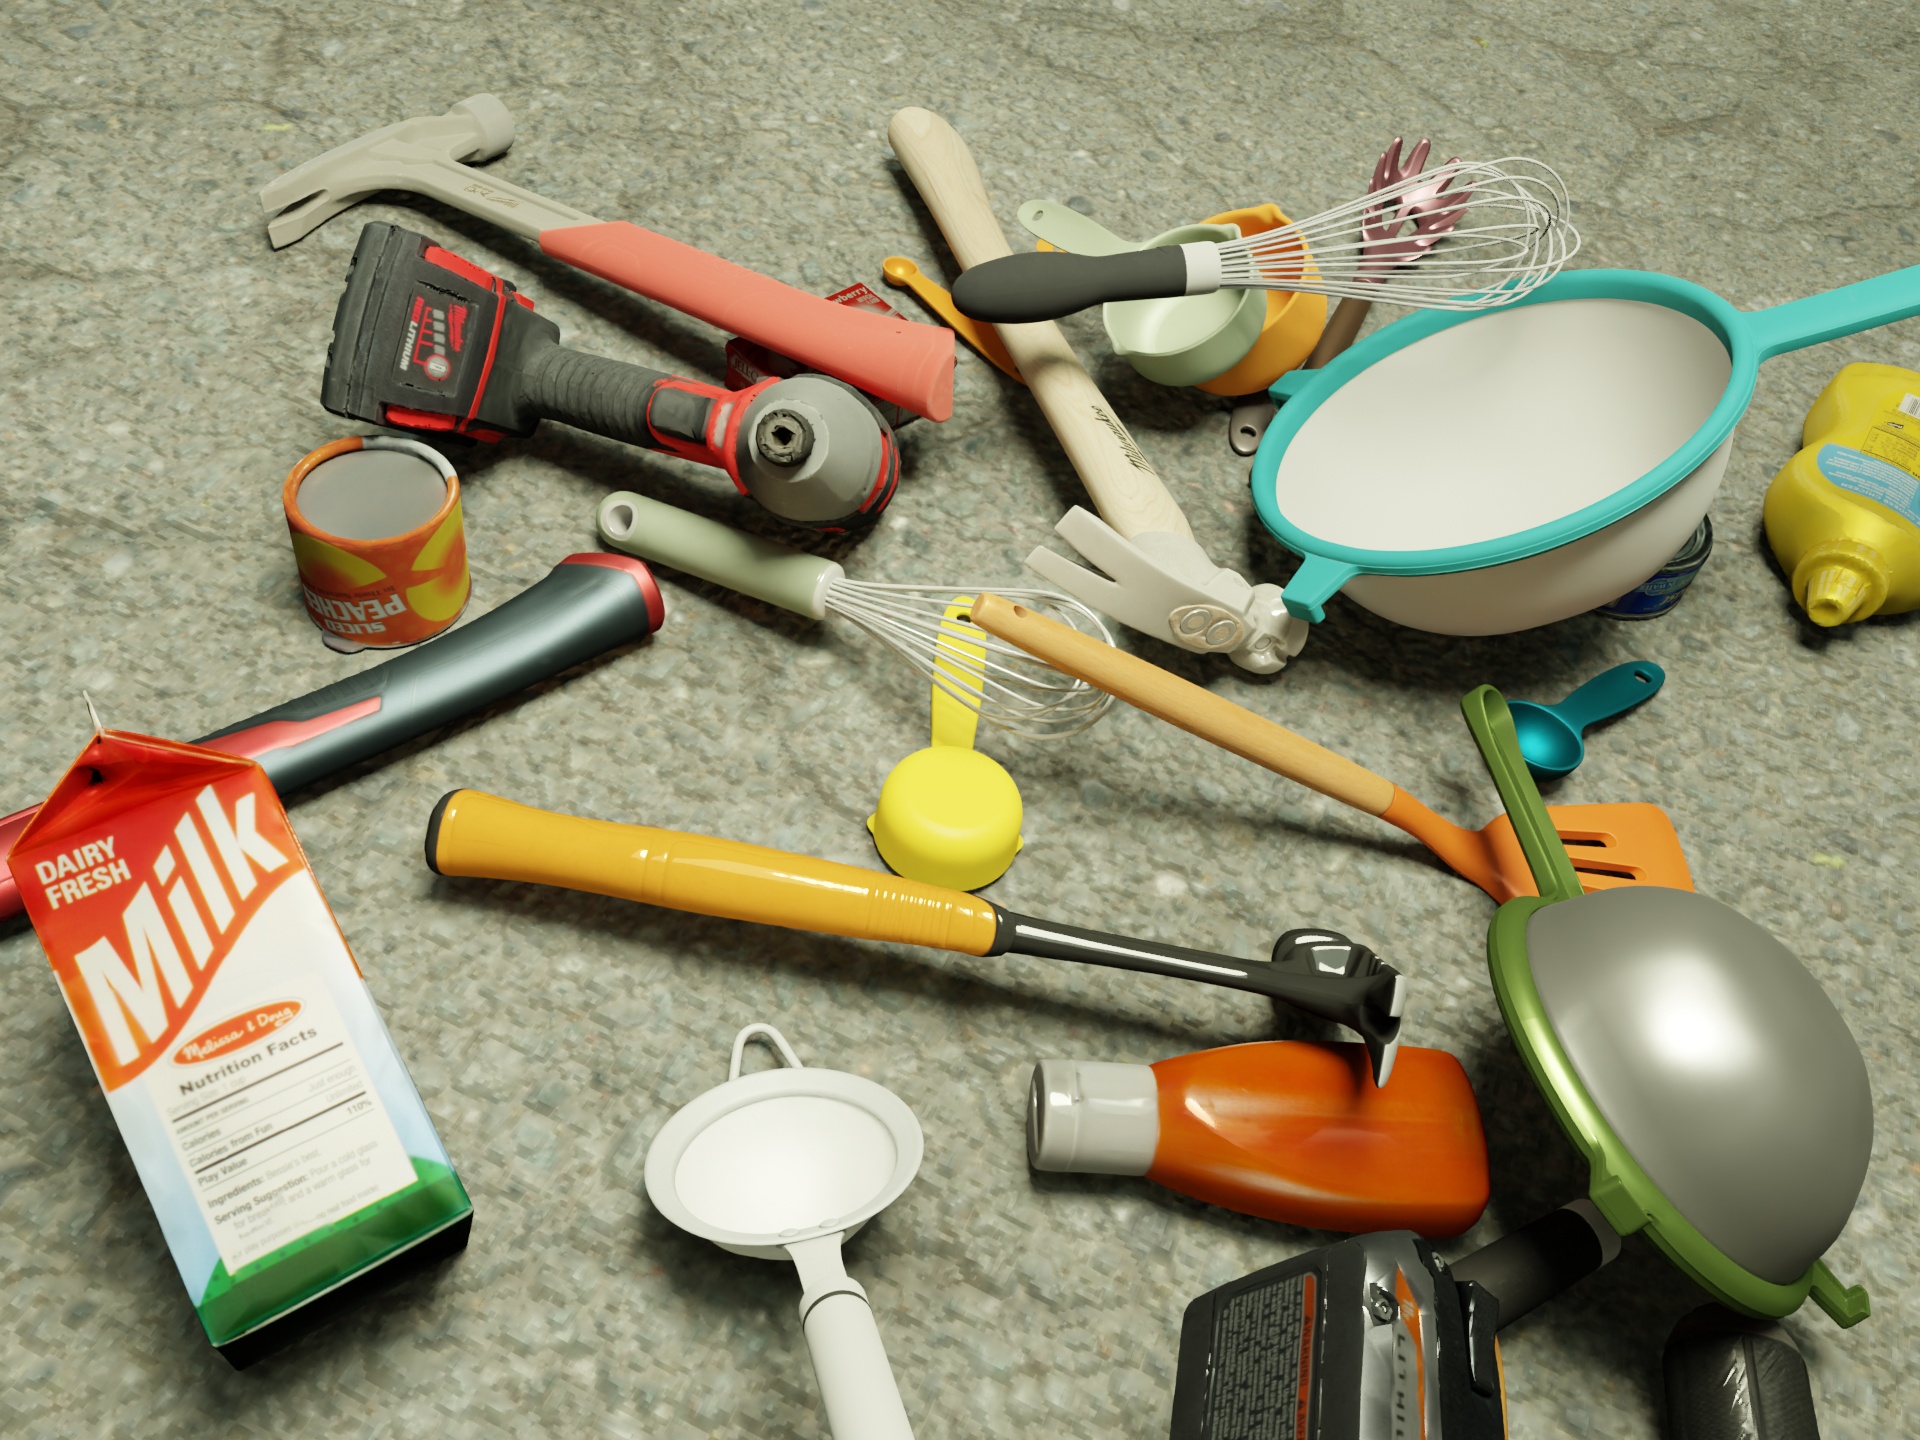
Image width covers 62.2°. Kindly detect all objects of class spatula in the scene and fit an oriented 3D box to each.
[{"bbox_3d":[0.150,0.016,0.616,0.322,0.041,0.081,24,47,-18],"label":"spatula"}]

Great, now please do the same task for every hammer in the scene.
[{"bbox_3d":[-0.159,-0.216,0.758,0.359,0.036,0.149,27,50,22],"label":"hammer"},{"bbox_3d":[-0.020,0.067,0.545,0.337,0.127,0.034,10,90,4],"label":"hammer"},{"bbox_3d":[-0.267,0.037,0.554,0.386,0.038,0.143,-28,62,-29],"label":"hammer"},{"bbox_3d":[0.028,-0.189,0.769,0.146,0.038,0.411,18,36,-40],"label":"hammer"}]

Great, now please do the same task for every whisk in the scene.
[{"bbox_3d":[-0.047,-0.051,0.653,0.246,0.058,0.059,20,4,19],"label":"whisk"},{"bbox_3d":[0.136,-0.204,0.706,0.284,0.070,0.070,-8,52,-5],"label":"whisk"}]

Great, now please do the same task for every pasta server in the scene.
[{"bbox_3d":[0.216,-0.226,0.868,0.060,0.040,0.316,32,52,1],"label":"pasta server"}]

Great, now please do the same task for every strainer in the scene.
[{"bbox_3d":[-0.037,0.160,0.435,0.087,0.050,0.259,-9,16,-13],"label":"strainer"},{"bbox_3d":[0.239,0.068,0.546,0.151,0.069,0.257,28,36,-31],"label":"strainer"},{"bbox_3d":[0.302,-0.120,0.687,0.340,0.095,0.211,-15,37,20],"label":"strainer"}]

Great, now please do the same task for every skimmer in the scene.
[{"bbox_3d":[0.072,0.215,0.438,0.363,0.090,0.127,-17,83,-25],"label":"skimmer"}]

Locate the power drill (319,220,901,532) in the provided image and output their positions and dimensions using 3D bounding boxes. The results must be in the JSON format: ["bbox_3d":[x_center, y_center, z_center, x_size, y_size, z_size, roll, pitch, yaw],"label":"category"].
[{"bbox_3d":[-0.136,-0.132,0.658,0.219,0.078,0.143,17,6,3],"label":"power drill"}]

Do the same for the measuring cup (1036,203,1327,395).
[{"bbox_3d":[0.113,-0.224,0.837,0.174,0.052,0.095,27,81,40],"label":"measuring cup"}]

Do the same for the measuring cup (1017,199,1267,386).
[{"bbox_3d":[0.085,-0.220,0.794,0.083,0.038,0.168,-47,49,1],"label":"measuring cup"}]

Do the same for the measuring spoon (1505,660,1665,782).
[{"bbox_3d":[0.276,0.000,0.709,0.128,0.021,0.042,-21,55,-37],"label":"measuring spoon"}]

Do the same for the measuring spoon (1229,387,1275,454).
[{"bbox_3d":[0.160,-0.182,0.832,0.034,0.018,0.124,18,50,4],"label":"measuring spoon"}]

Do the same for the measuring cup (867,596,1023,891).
[{"bbox_3d":[-0.001,-0.002,0.643,0.062,0.029,0.157,8,49,-4],"label":"measuring cup"}]

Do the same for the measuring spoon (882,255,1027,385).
[{"bbox_3d":[0.001,-0.206,0.829,0.117,0.011,0.021,43,51,19],"label":"measuring spoon"}]

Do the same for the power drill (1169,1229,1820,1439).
[{"bbox_3d":[0.165,0.216,0.424,0.226,0.084,0.185,33,45,-17],"label":"power drill"}]
